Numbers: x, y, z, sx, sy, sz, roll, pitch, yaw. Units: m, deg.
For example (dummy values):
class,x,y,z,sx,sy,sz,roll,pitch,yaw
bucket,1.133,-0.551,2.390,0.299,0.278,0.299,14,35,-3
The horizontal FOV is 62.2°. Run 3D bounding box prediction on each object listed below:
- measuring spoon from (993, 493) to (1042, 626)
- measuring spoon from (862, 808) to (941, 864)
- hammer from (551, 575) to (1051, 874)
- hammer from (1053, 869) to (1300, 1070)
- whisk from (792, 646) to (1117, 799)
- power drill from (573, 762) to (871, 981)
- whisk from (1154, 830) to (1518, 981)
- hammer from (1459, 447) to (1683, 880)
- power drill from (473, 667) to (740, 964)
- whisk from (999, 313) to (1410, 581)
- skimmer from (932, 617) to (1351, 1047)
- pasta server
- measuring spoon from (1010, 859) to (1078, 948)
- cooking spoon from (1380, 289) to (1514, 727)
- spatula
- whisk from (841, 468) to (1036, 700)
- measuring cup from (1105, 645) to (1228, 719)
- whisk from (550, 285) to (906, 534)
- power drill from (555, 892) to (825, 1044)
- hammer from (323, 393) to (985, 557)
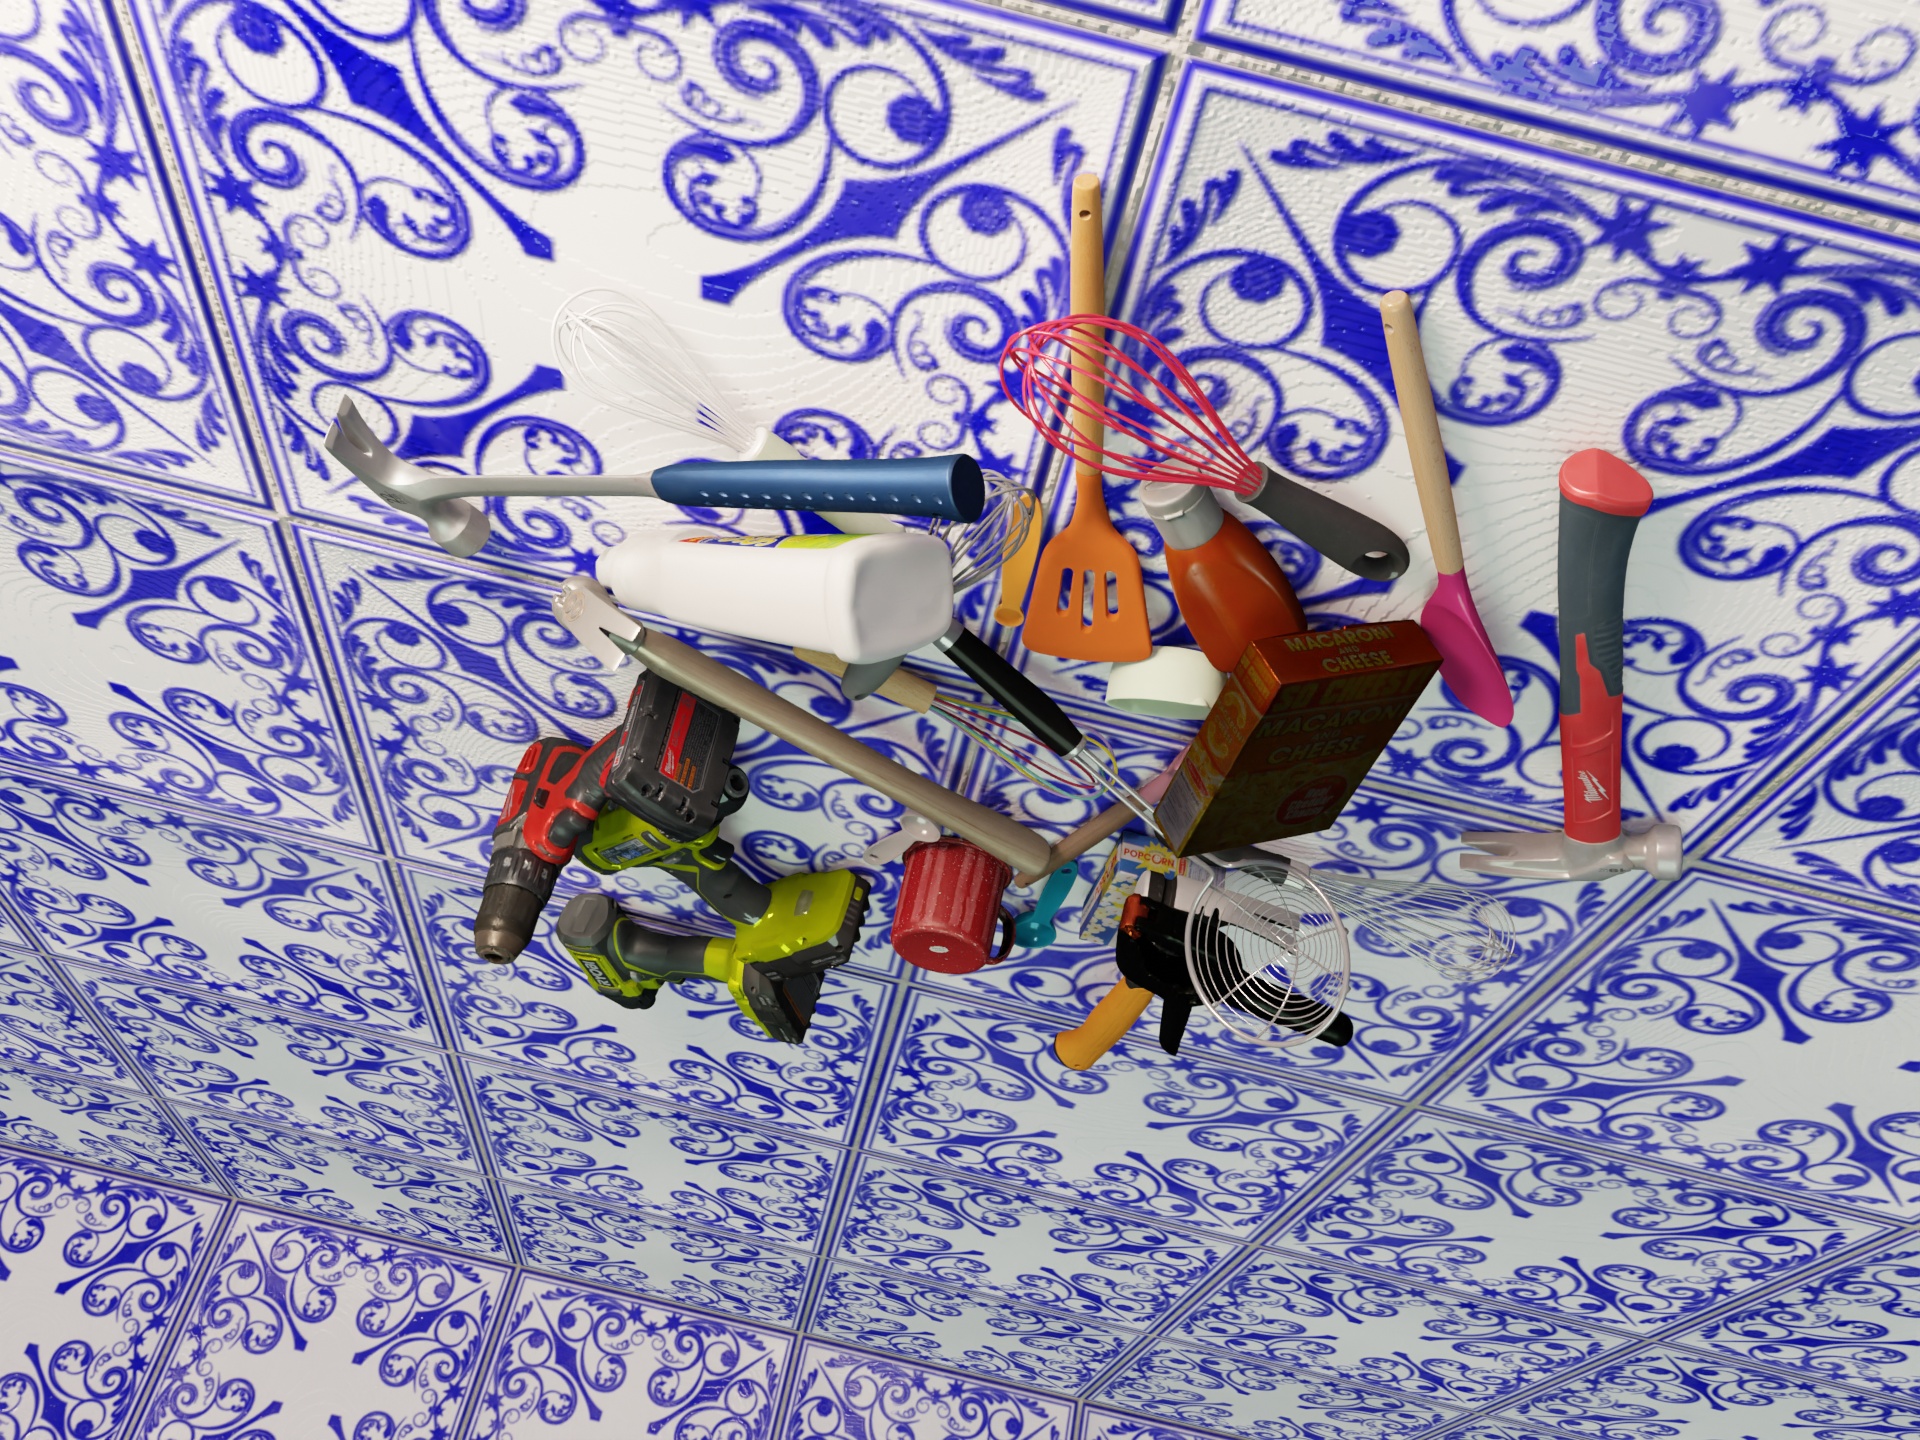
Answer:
class,x,y,z,sx,sy,sz,roll,pitch,yaw
measuring spoon,0.036,-0.099,0.975,0.021,0.011,0.116,11,142,2
measuring spoon,-0.049,0.093,1.277,0.034,0.018,0.124,35,148,-12
hammer,-0.089,0.020,1.110,0.410,0.038,0.146,30,-179,-30
hammer,0.153,0.220,1.301,0.127,0.034,0.336,17,146,-6
whisk,-0.003,-0.002,1.097,0.245,0.051,0.047,24,150,-10
power drill,-0.183,0.118,1.300,0.190,0.080,0.228,-21,131,40
whisk,0.278,0.126,1.179,0.284,0.070,0.070,20,146,0
hammer,0.364,-0.014,0.960,0.143,0.038,0.385,0,144,22
power drill,-0.273,0.071,1.169,0.226,0.188,0.080,-26,131,38
whisk,0.138,-0.132,0.826,0.295,0.073,0.073,22,147,-34
skimmer,0.113,0.073,1.053,0.363,0.090,0.127,41,127,-14
pasta server,0.122,0.072,1.165,0.060,0.040,0.316,16,149,-24
measuring spoon,0.072,0.146,1.313,0.042,0.021,0.128,12,137,-10
cooking spoon,0.265,-0.103,0.870,0.069,0.017,0.318,43,168,45
spatula,0.069,-0.148,0.862,0.081,0.041,0.322,6,144,10
whisk,-0.023,-0.075,0.978,0.055,0.055,0.239,24,141,-15
measuring cup,0.171,-0.018,1.023,0.167,0.038,0.083,8,174,-26
whisk,-0.125,-0.162,0.908,0.246,0.059,0.058,32,178,-32
power drill,-0.250,0.236,1.496,0.223,0.080,0.171,6,145,18
hammer,-0.180,-0.135,0.899,0.405,0.035,0.144,4,159,26
